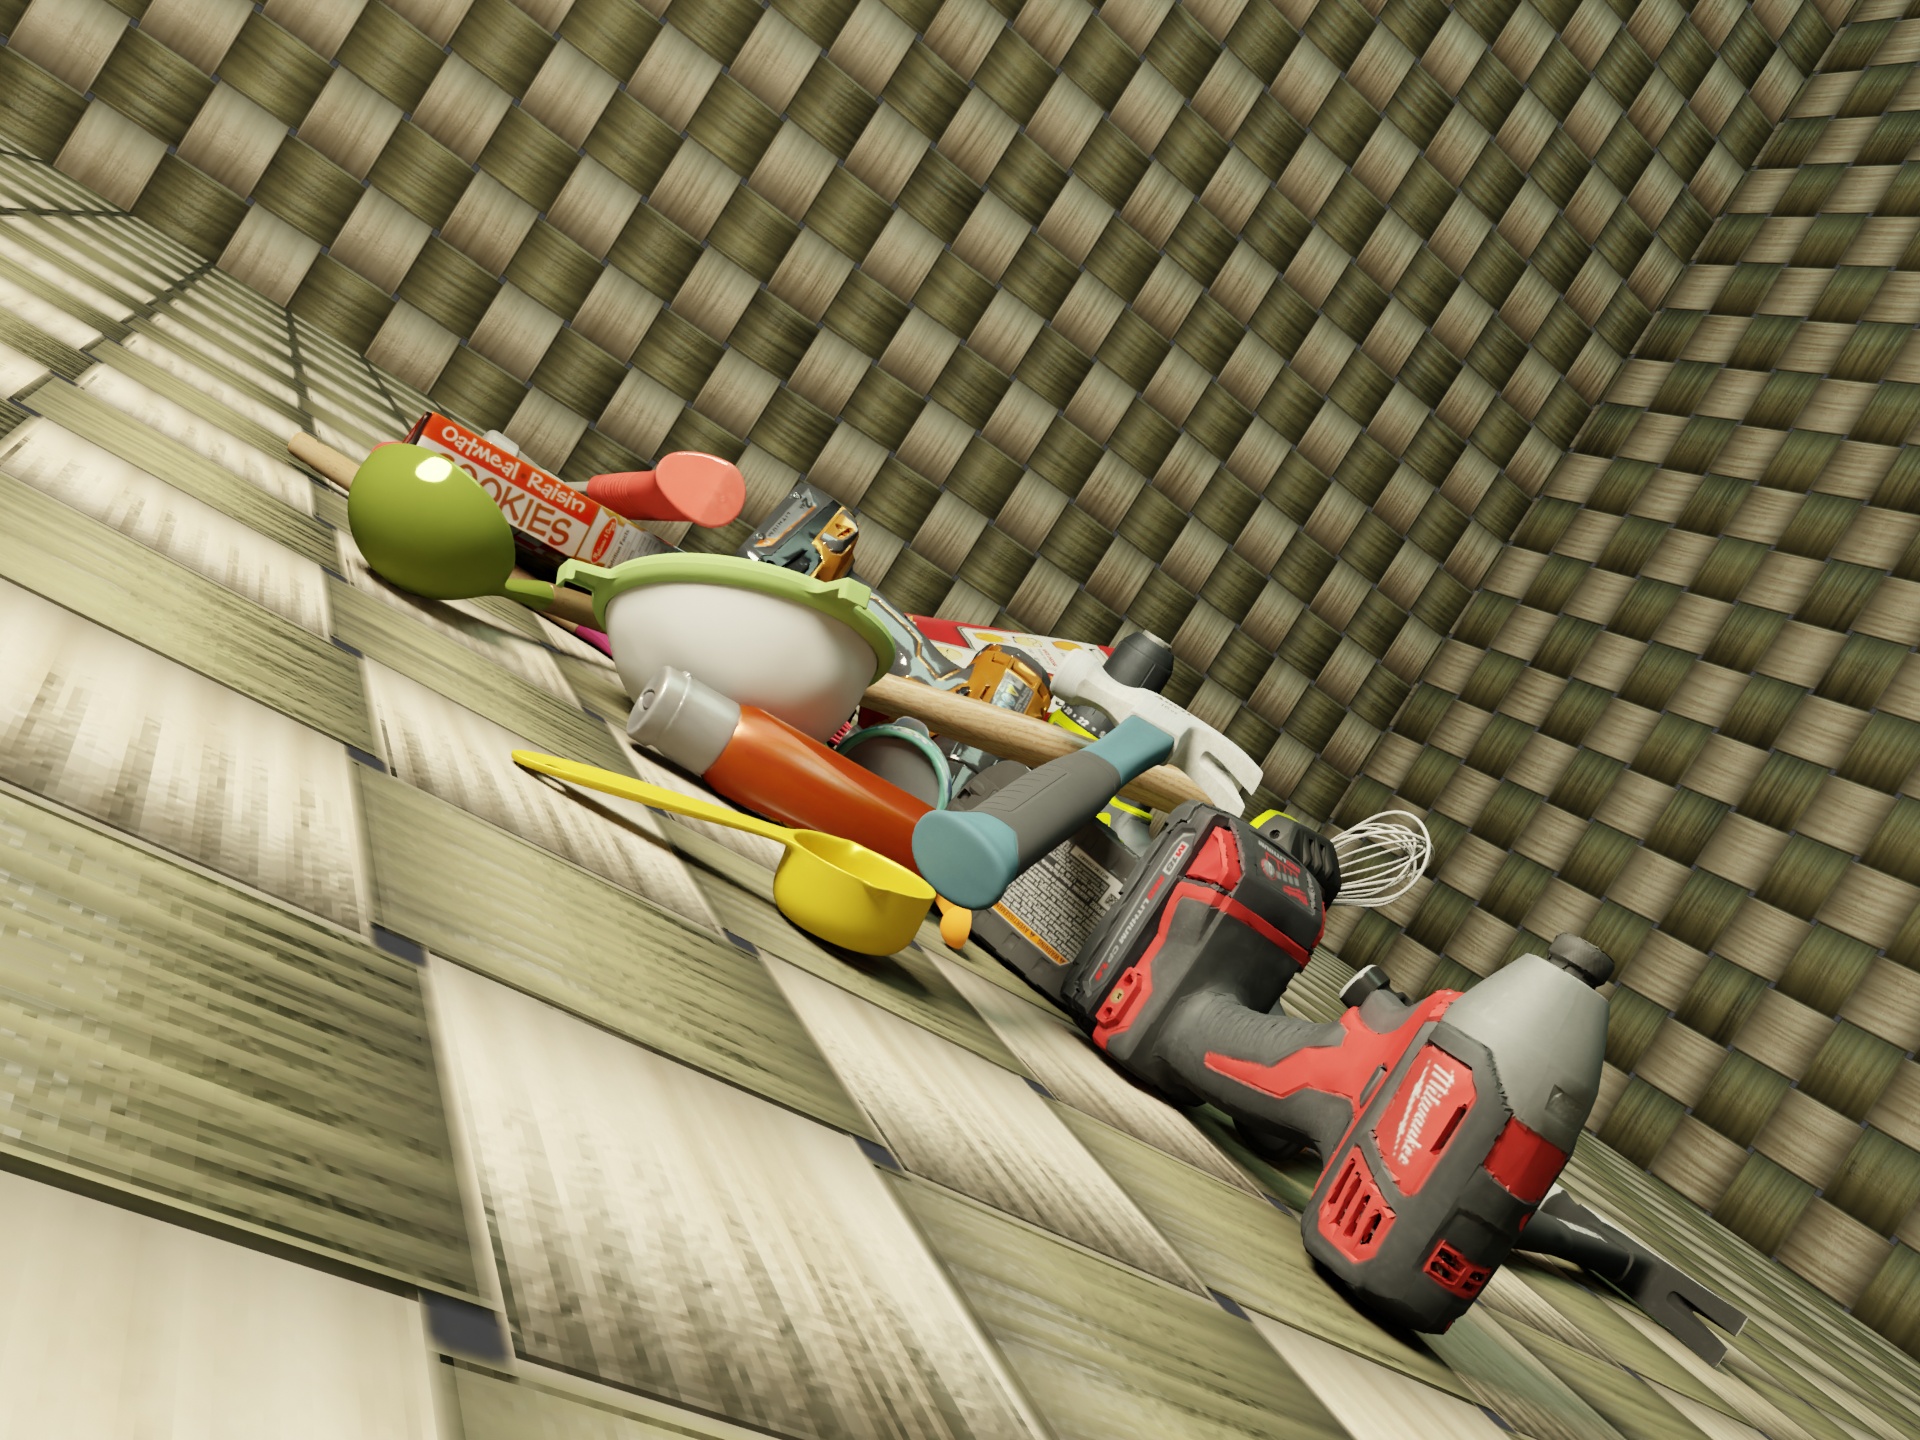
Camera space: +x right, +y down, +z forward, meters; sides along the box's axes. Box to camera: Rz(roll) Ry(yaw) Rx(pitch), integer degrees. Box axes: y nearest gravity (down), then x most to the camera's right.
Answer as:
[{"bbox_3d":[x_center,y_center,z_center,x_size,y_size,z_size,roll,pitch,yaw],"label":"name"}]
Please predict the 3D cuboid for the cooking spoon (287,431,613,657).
[{"bbox_3d":[-0.242,-0.071,0.921,0.318,0.017,0.069,33,2,-13],"label":"cooking spoon"}]

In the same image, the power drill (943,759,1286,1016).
[{"bbox_3d":[0.087,0.110,0.834,0.171,0.080,0.223,39,2,32],"label":"power drill"}]

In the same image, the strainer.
[{"bbox_3d":[-0.104,0.002,0.823,0.151,0.069,0.256,5,-22,10],"label":"strainer"}]

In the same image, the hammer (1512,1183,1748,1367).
[{"bbox_3d":[0.314,0.277,0.854,0.146,0.035,0.334,33,2,43],"label":"hammer"}]

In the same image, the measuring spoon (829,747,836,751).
[{"bbox_3d":[-0.044,0.052,1.129,0.129,0.021,0.042,24,10,19],"label":"measuring spoon"}]

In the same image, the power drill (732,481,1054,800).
[{"bbox_3d":[-0.054,-0.029,1.002,0.226,0.084,0.185,38,37,-7],"label":"power drill"}]

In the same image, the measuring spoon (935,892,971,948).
[{"bbox_3d":[-0.015,0.070,0.743,0.011,0.021,0.117,14,20,-21],"label":"measuring spoon"}]

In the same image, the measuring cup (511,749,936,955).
[{"bbox_3d":[-0.085,0.047,0.558,0.156,0.029,0.062,20,6,-15],"label":"measuring cup"}]

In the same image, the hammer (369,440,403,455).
[{"bbox_3d":[-0.345,-0.158,1.188,0.143,0.038,0.386,34,2,-4],"label":"hammer"}]

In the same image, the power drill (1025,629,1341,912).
[{"bbox_3d":[0.127,0.063,1.022,0.080,0.190,0.229,25,11,-48],"label":"power drill"}]

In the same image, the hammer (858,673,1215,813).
[{"bbox_3d":[-0.001,-0.003,0.901,0.331,0.031,0.130,18,-25,-17],"label":"hammer"}]

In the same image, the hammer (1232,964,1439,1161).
[{"bbox_3d":[0.212,0.189,0.817,0.127,0.034,0.336,48,16,23],"label":"hammer"}]

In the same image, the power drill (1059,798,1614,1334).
[{"bbox_3d":[0.143,0.116,0.611,0.078,0.143,0.220,34,-1,-29],"label":"power drill"}]

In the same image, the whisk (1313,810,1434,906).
[{"bbox_3d":[0.201,0.114,1.044,0.057,0.059,0.246,26,-37,-36],"label":"whisk"}]

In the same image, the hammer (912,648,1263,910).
[{"bbox_3d":[0.056,0.027,0.729,0.128,0.033,0.331,30,18,14],"label":"hammer"}]

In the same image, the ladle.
[{"bbox_3d":[-0.201,-0.072,0.830,0.078,0.062,0.320,14,-2,18],"label":"ladle"}]

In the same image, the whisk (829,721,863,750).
[{"bbox_3d":[-0.090,0.000,1.050,0.296,0.073,0.073,38,3,9],"label":"whisk"}]

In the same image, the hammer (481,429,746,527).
[{"bbox_3d":[-0.202,-0.134,0.990,0.149,0.037,0.359,33,-9,-28],"label":"hammer"}]
